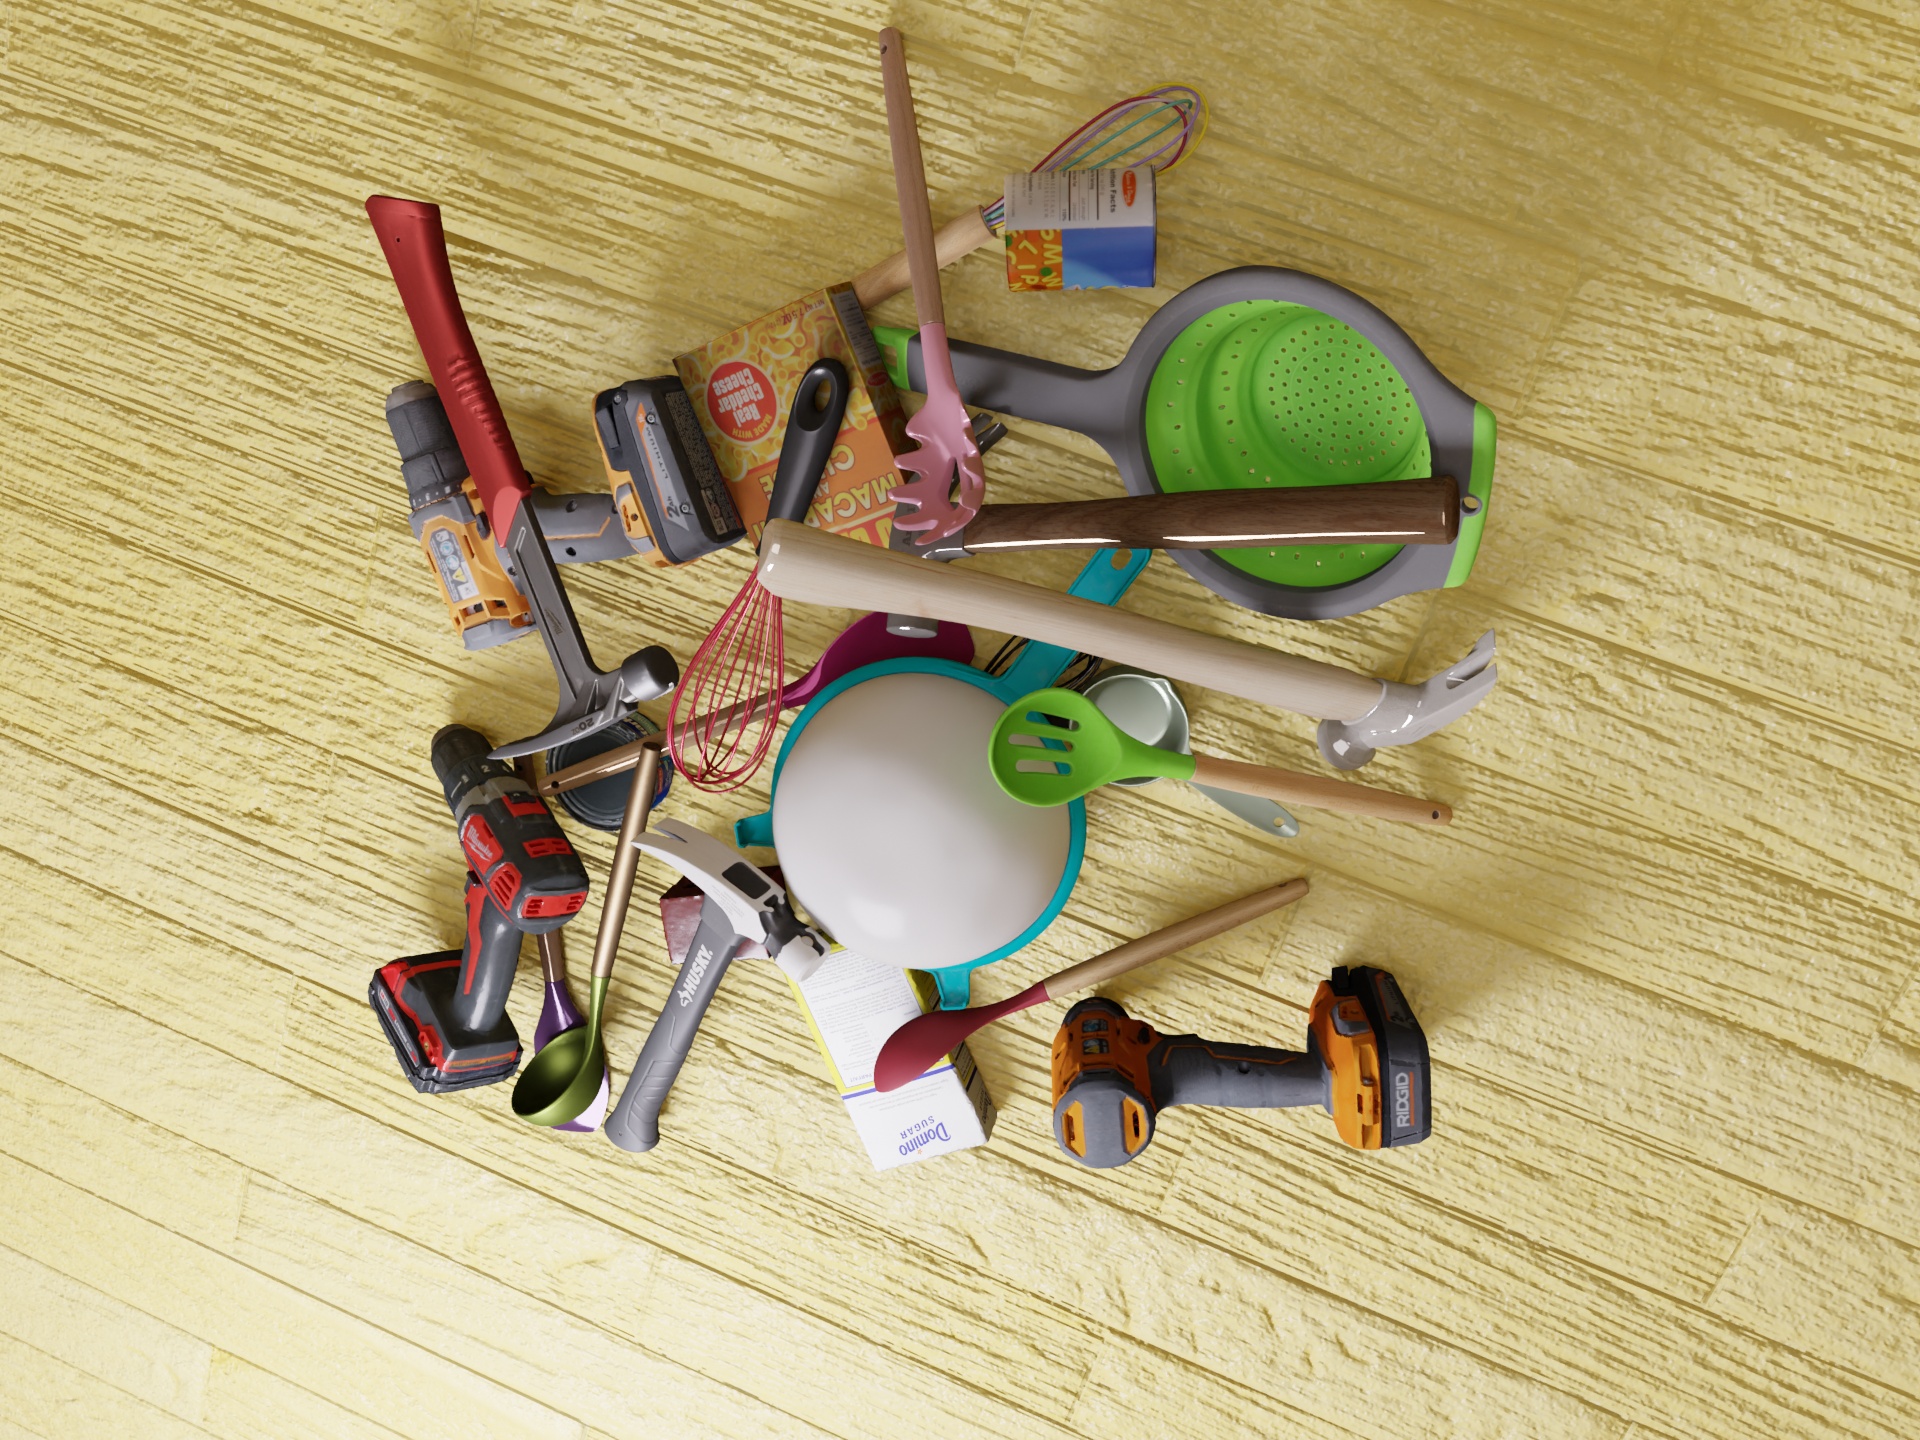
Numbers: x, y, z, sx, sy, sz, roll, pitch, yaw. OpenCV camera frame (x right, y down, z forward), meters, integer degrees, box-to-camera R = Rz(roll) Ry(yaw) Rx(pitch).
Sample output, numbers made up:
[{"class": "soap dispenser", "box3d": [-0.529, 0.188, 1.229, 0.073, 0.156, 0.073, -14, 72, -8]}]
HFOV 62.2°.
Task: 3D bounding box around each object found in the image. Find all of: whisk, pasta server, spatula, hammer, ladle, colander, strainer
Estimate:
[{"class": "whisk", "box3d": [0.036, -0.305, 0.947, 0.245, 0.051, 0.047, -23, 105, 23]}, {"class": "whisk", "box3d": [-0.124, -0.085, 0.999, 0.073, 0.073, 0.295, 23, 109, 7]}, {"class": "pasta server", "box3d": [-0.025, -0.256, 0.926, 0.060, 0.040, 0.316, -14, 81, 42]}, {"class": "spatula", "box3d": [-0.306, 0.170, 1.193, 0.060, 0.018, 0.315, 0, 107, 12]}, {"class": "hammer", "box3d": [0.093, -0.050, 0.873, 0.410, 0.038, 0.146, 13, 154, -19]}, {"class": "ladle", "box3d": [-0.261, 0.154, 1.124, 0.062, 0.078, 0.320, 10, 115, -16]}, {"class": "hammer", "box3d": [0.107, -0.113, 0.885, 0.331, 0.031, 0.130, 1, 81, 29]}, {"class": "colander", "box3d": [0.128, -0.192, 0.936, 0.397, 0.094, 0.204, 20, 131, 27]}, {"class": "ladle", "box3d": [0.081, 0.169, 1.048, 0.315, 0.069, 0.031, -23, 103, 5]}, {"class": "hammer", "box3d": [-0.301, -0.158, 1.006, 0.149, 0.036, 0.359, -22, 90, 28]}, {"class": "whisk", "box3d": [-0.003, -0.004, 1.046, 0.239, 0.055, 0.055, -32, 96, 26]}, {"class": "strainer", "box3d": [0.003, 0.025, 0.963, 0.211, 0.095, 0.340, 38, 112, 3]}, {"class": "hammer", "box3d": [-0.199, 0.205, 1.110, 0.146, 0.035, 0.334, 41, 133, 13]}]

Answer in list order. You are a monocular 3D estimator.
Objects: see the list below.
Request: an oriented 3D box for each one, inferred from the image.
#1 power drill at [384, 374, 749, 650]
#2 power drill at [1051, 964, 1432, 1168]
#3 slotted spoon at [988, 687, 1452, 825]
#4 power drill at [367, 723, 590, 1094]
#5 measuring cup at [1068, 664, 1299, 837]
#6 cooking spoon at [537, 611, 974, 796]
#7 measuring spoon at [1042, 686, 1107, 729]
[{"class": "power drill", "box3d": [-0.272, -0.161, 1.055, 0.226, 0.084, 0.185, -16, 100, 23]}, {"class": "power drill", "box3d": [0.170, 0.214, 1.019, 0.226, 0.164, 0.084, -5, 105, 3]}, {"class": "slotted spoon", "box3d": [0.160, 0.034, 0.952, 0.313, 0.031, 0.070, 10, 97, -18]}, {"class": "power drill", "box3d": [-0.353, 0.132, 1.142, 0.188, 0.080, 0.226, 47, 122, 35]}, {"class": "measuring cup", "box3d": [0.146, 0.024, 1.022, 0.167, 0.038, 0.083, 31, 111, -7]}, {"class": "cooking spoon", "box3d": [-0.142, -0.007, 1.073, 0.319, 0.017, 0.068, -20, 104, 9]}, {"class": "measuring spoon", "box3d": [0.042, 0.010, 1.051, 0.124, 0.018, 0.034, -29, 97, 20]}]
